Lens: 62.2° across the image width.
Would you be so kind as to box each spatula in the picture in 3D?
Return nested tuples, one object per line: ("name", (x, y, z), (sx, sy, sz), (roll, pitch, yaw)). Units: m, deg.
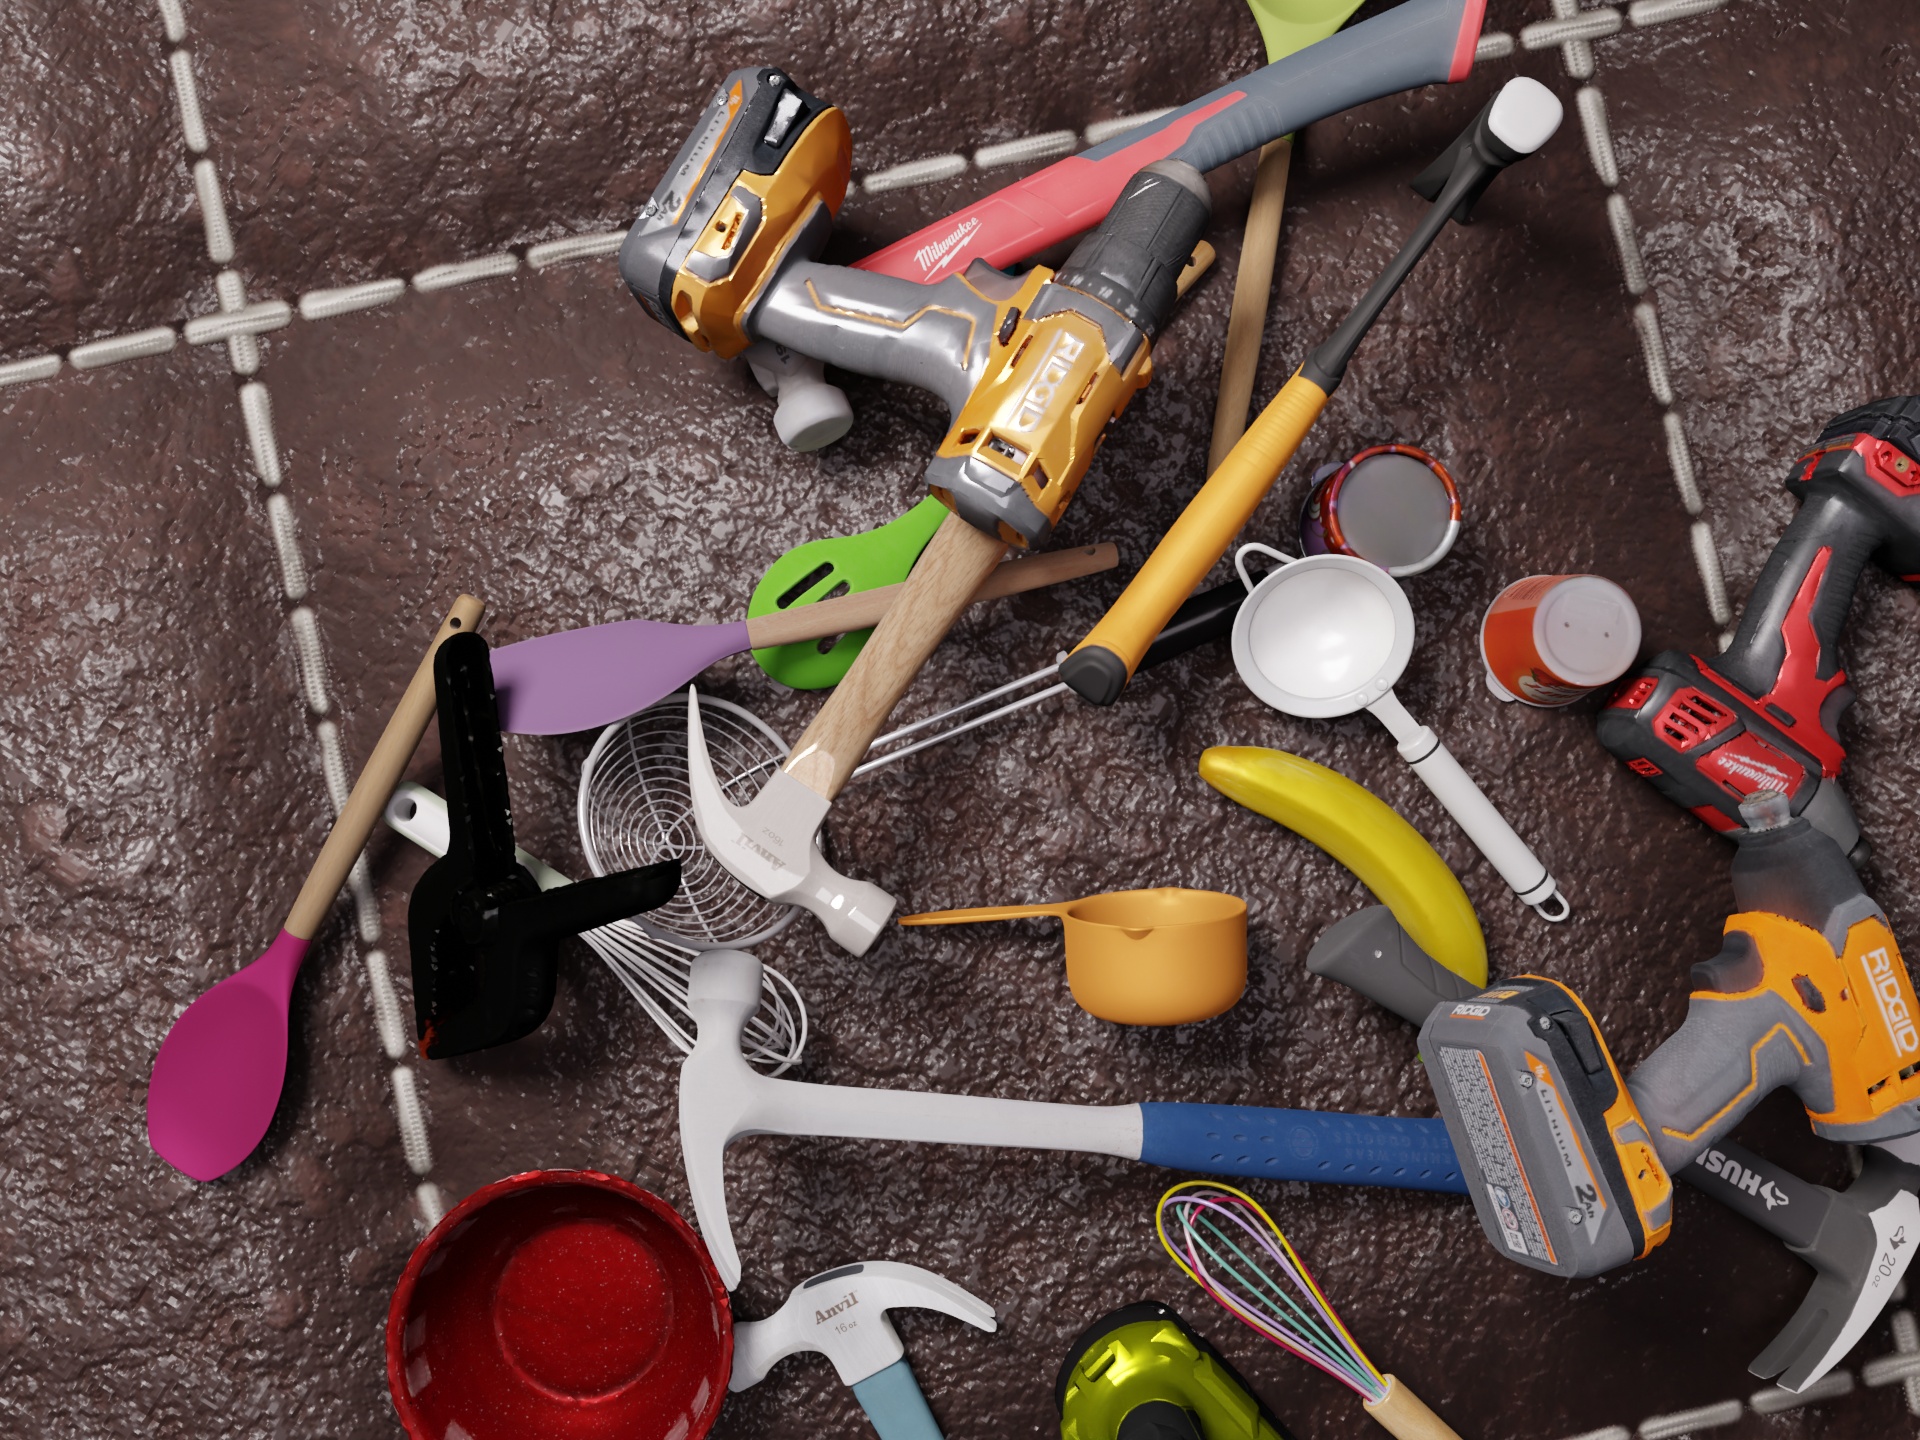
("spatula", (-0.076, -0.045, 0.763), (0.316, 0.018, 0.060), (-14, 57, -7))

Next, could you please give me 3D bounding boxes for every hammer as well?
("hammer", (0.311, 0.189, 0.763), (0.334, 0.035, 0.146), (30, 80, -7))
("hammer", (0.156, -0.147, 0.758), (0.034, 0.127, 0.337), (37, 88, -1))
("hammer", (0.011, 0.416, 0.772), (0.128, 0.033, 0.331), (-28, 88, -2))
("hammer", (0.063, -0.274, 0.770), (0.386, 0.038, 0.143), (-24, 80, 5))
("hammer", (0.072, 0.197, 0.741), (0.405, 0.035, 0.144), (7, 64, -12))
("hammer", (-0.012, -0.063, 0.743), (0.130, 0.031, 0.331), (33, 75, -2))

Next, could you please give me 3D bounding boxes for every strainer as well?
("strainer", (0.220, 0.006, 0.785), (0.087, 0.050, 0.258), (-38, 100, 22))

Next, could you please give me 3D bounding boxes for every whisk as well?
("whisk", (-0.180, 0.100, 0.776), (0.246, 0.059, 0.058), (31, 87, 5))
("whisk", (0.192, 0.312, 0.778), (0.245, 0.051, 0.047), (43, 81, -2))

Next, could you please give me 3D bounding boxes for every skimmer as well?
("skimmer", (-0.001, -0.002, 0.762), (0.363, 0.090, 0.127), (-23, 84, -3))

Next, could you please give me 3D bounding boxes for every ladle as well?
("ladle", (0.156, -0.268, 0.799), (0.078, 0.062, 0.320), (10, 90, 6))

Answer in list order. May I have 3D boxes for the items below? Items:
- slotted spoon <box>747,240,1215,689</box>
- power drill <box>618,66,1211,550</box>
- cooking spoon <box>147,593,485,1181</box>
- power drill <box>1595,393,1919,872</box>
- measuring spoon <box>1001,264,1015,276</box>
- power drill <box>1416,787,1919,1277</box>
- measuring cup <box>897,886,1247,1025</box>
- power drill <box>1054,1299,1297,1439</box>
("slotted spoon", (0.014, -0.134, 0.803), (0.314, 0.031, 0.070), (-44, 88, -4))
("power drill", (-0.014, -0.206, 0.716), (0.226, 0.084, 0.185), (31, 86, 8))
("cooking spoon", (-0.308, 0.081, 0.770), (0.069, 0.017, 0.319), (30, 95, 10))
("power drill", (0.434, -0.036, 0.785), (0.143, 0.078, 0.219), (37, 90, 1))
("measuring spoon", (0.015, -0.194, 0.793), (0.042, 0.021, 0.129), (-12, 74, 2))
("power drill", (0.326, 0.135, 0.716), (0.226, 0.084, 0.164), (-18, 87, -17))
("measuring cup", (0.054, 0.116, 0.773), (0.173, 0.095, 0.052), (-4, 94, 17))
("power drill", (0.116, 0.351, 0.682), (0.080, 0.223, 0.171), (-44, 89, -3))
